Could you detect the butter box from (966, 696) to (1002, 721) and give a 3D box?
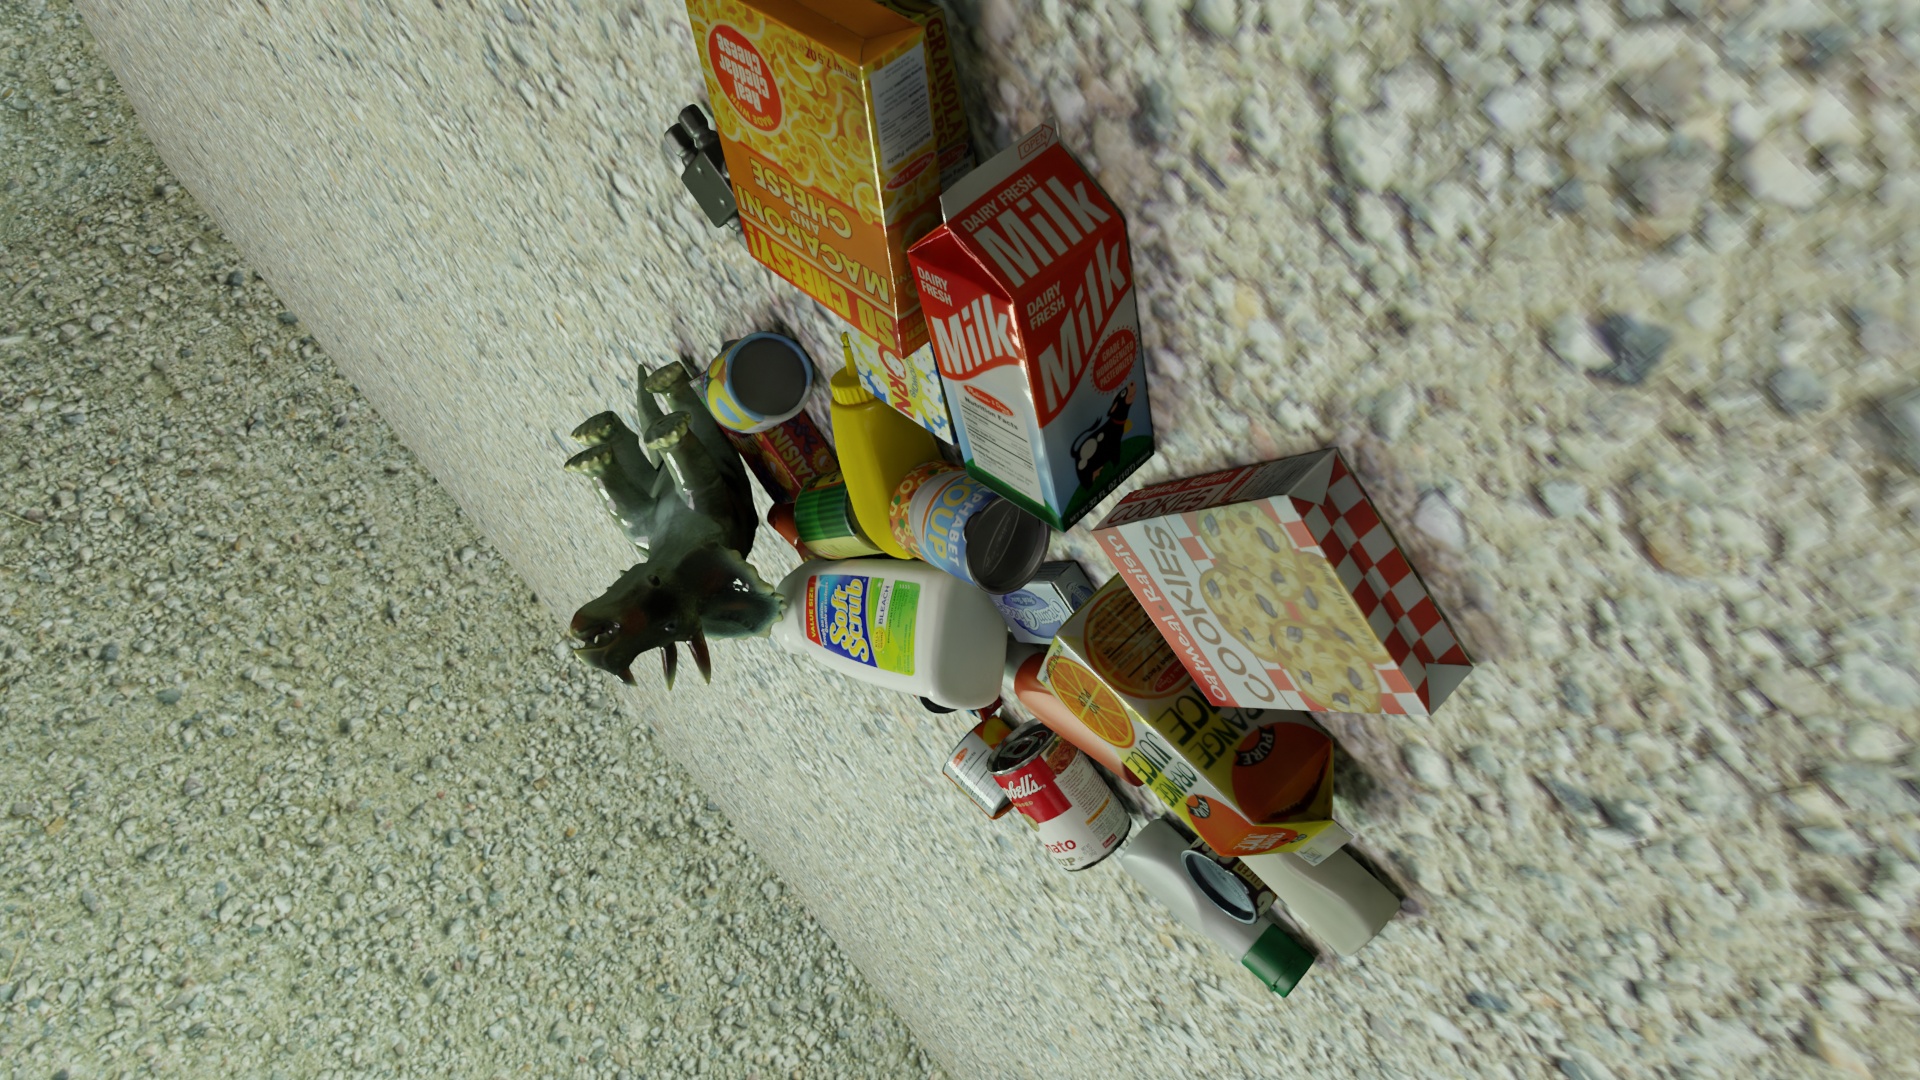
[{"bbox_3d":[-0.013,0.106,1.149,0.103,0.024,0.053,26,149,46],"label":"butter box"}]

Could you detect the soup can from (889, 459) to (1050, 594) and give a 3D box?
[{"bbox_3d":[0.003,-0.011,0.868,0.084,0.071,0.071,24,147,48],"label":"soup can"}]

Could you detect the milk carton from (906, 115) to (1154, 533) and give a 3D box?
[{"bbox_3d":[0.034,-0.102,0.659,0.073,0.072,0.189,33,154,36],"label":"milk carton"}]

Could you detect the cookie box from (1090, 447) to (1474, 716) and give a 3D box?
[{"bbox_3d":[0.150,0.025,0.682,0.123,0.040,0.167,55,157,-11],"label":"cookie box"}]

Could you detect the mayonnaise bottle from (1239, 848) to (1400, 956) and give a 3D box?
[{"bbox_3d":[0.196,0.186,0.853,0.148,0.041,0.064,44,156,18],"label":"mayonnaise bottle"}]

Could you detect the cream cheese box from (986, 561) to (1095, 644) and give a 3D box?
[{"bbox_3d":[0.055,0.041,0.912,0.053,0.024,0.103,55,158,-14],"label":"cream cheese box"}]

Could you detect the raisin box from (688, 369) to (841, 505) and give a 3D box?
[{"bbox_3d":[-0.152,-0.089,1.083,0.123,0.040,0.086,56,157,-12],"label":"raisin box"}]

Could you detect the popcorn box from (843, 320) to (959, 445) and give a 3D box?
[{"bbox_3d":[-0.028,-0.124,0.788,0.085,0.038,0.126,34,153,33],"label":"popcorn box"}]

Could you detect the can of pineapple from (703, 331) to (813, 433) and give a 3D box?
[{"bbox_3d":[-0.146,-0.114,0.993,0.071,0.071,0.058,55,157,-11],"label":"can of pineapple"}]

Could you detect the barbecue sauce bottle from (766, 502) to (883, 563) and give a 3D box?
[{"bbox_3d":[-0.098,0.018,1.143,0.149,0.044,0.064,42,148,21],"label":"barbecue sauce bottle"}]

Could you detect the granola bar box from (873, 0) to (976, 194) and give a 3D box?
[{"bbox_3d":[-0.065,-0.222,0.700,0.166,0.039,0.123,33,152,36],"label":"granola bar box"}]

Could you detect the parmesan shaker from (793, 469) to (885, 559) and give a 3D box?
[{"bbox_3d":[-0.070,-0.022,1.002,0.071,0.071,0.103,55,157,-12],"label":"parmesan shaker"}]

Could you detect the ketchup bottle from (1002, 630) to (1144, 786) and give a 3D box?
[{"bbox_3d":[0.075,0.110,0.959,0.149,0.044,0.064,30,150,41],"label":"ketchup bottle"}]

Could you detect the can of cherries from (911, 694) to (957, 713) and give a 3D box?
[{"bbox_3d":[-0.018,0.090,1.075,0.058,0.072,0.071,35,154,47],"label":"can of cherries"}]

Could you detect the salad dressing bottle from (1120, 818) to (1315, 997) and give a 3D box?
[{"bbox_3d":[0.184,0.264,0.998,0.148,0.044,0.064,39,154,23],"label":"salad dressing bottle"}]

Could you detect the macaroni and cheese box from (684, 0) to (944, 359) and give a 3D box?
[{"bbox_3d":[-0.063,-0.181,0.652,0.124,0.040,0.165,37,154,28],"label":"macaroni and cheese box"}]

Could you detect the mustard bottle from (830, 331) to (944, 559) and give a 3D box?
[{"bbox_3d":[-0.050,-0.066,0.896,0.049,0.065,0.159,19,137,45],"label":"mustard bottle"}]

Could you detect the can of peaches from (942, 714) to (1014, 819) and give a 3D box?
[{"bbox_3d":[0.030,0.186,1.144,0.058,0.071,0.071,41,156,21],"label":"can of peaches"}]

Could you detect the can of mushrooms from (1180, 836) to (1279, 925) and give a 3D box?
[{"bbox_3d":[0.186,0.225,0.943,0.071,0.033,0.070,41,157,23],"label":"can of mushrooms"}]

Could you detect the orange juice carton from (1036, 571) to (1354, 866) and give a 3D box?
[{"bbox_3d":[0.139,0.109,0.793,0.193,0.073,0.071,44,157,14],"label":"orange juice carton"}]
